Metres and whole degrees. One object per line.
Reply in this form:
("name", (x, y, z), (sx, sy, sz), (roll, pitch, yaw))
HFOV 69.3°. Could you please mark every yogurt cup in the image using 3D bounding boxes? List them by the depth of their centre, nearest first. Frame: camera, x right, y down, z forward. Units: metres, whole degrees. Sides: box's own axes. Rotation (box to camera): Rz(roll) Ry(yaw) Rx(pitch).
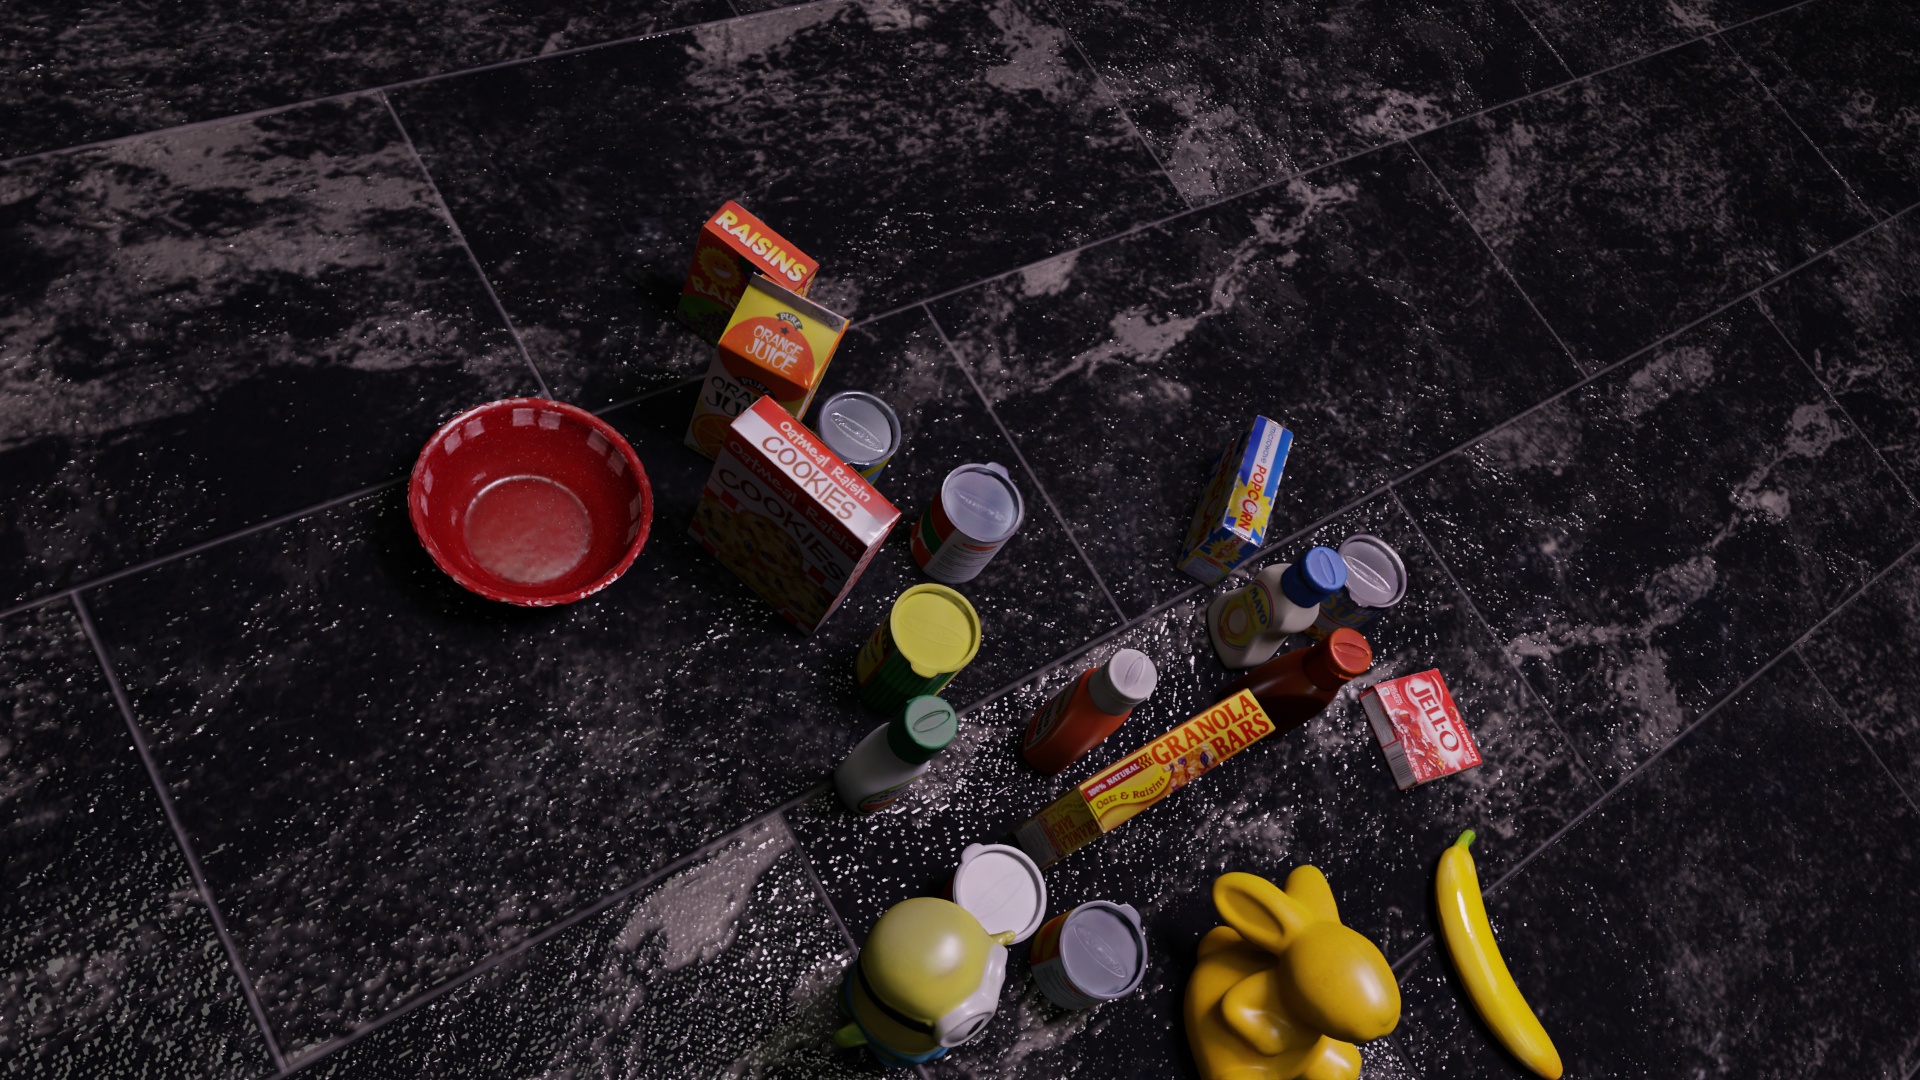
("yogurt cup", (0.019, 0.251, 0.966), (0.072, 0.053, 0.072), (9, 62, -17))

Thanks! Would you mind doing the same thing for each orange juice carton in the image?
("orange juice carton", (-0.140, -0.124, 1.014), (0.072, 0.191, 0.073), (28, 58, -6))

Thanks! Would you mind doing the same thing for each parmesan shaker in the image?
("parmesan shaker", (-0.035, 0.084, 1.002), (0.071, 0.102, 0.071), (9, 62, -17))

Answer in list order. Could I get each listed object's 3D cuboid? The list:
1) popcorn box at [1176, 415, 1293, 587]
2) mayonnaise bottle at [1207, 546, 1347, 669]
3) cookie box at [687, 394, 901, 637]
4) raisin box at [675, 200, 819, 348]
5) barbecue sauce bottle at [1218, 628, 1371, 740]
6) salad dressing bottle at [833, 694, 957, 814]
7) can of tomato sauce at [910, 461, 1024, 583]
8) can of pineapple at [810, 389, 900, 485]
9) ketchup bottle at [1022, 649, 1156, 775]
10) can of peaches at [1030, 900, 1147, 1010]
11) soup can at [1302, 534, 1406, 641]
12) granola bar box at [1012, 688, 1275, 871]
("popcorn box", (0.233, -0.034, 1.179), (0.038, 0.085, 0.127), (28, 58, -6))
("mayonnaise bottle", (0.251, 0.051, 1.105), (0.041, 0.147, 0.065), (-4, 66, -23))
("cookie box", (-0.121, -0.013, 0.979), (0.123, 0.166, 0.040), (41, 57, 2))
("raisin box", (-0.167, -0.193, 1.079), (0.086, 0.122, 0.040), (37, 57, -1))
("barbecue sauce bottle", (0.262, 0.112, 1.078), (0.065, 0.148, 0.044), (15, 60, -14))
("salad dressing bottle", (-0.043, 0.145, 0.940), (0.064, 0.147, 0.044), (-20, 74, -29))
("can of tomato sauce", (0.004, -0.014, 1.079), (0.071, 0.082, 0.071), (9, 62, -17))
("can of pineapple", (-0.088, -0.075, 1.089), (0.071, 0.057, 0.071), (9, 62, -17))
("ketchup bottle", (0.094, 0.122, 1.006), (0.043, 0.148, 0.065), (33, 57, -3))
("can of peaches", (0.090, 0.290, 0.972), (0.071, 0.057, 0.071), (9, 62, -17))
("soup can", (0.324, 0.043, 1.176), (0.071, 0.083, 0.071), (9, 62, -17))
("granola bar box", (0.131, 0.174, 1.009), (0.166, 0.123, 0.039), (-24, 75, -30))
